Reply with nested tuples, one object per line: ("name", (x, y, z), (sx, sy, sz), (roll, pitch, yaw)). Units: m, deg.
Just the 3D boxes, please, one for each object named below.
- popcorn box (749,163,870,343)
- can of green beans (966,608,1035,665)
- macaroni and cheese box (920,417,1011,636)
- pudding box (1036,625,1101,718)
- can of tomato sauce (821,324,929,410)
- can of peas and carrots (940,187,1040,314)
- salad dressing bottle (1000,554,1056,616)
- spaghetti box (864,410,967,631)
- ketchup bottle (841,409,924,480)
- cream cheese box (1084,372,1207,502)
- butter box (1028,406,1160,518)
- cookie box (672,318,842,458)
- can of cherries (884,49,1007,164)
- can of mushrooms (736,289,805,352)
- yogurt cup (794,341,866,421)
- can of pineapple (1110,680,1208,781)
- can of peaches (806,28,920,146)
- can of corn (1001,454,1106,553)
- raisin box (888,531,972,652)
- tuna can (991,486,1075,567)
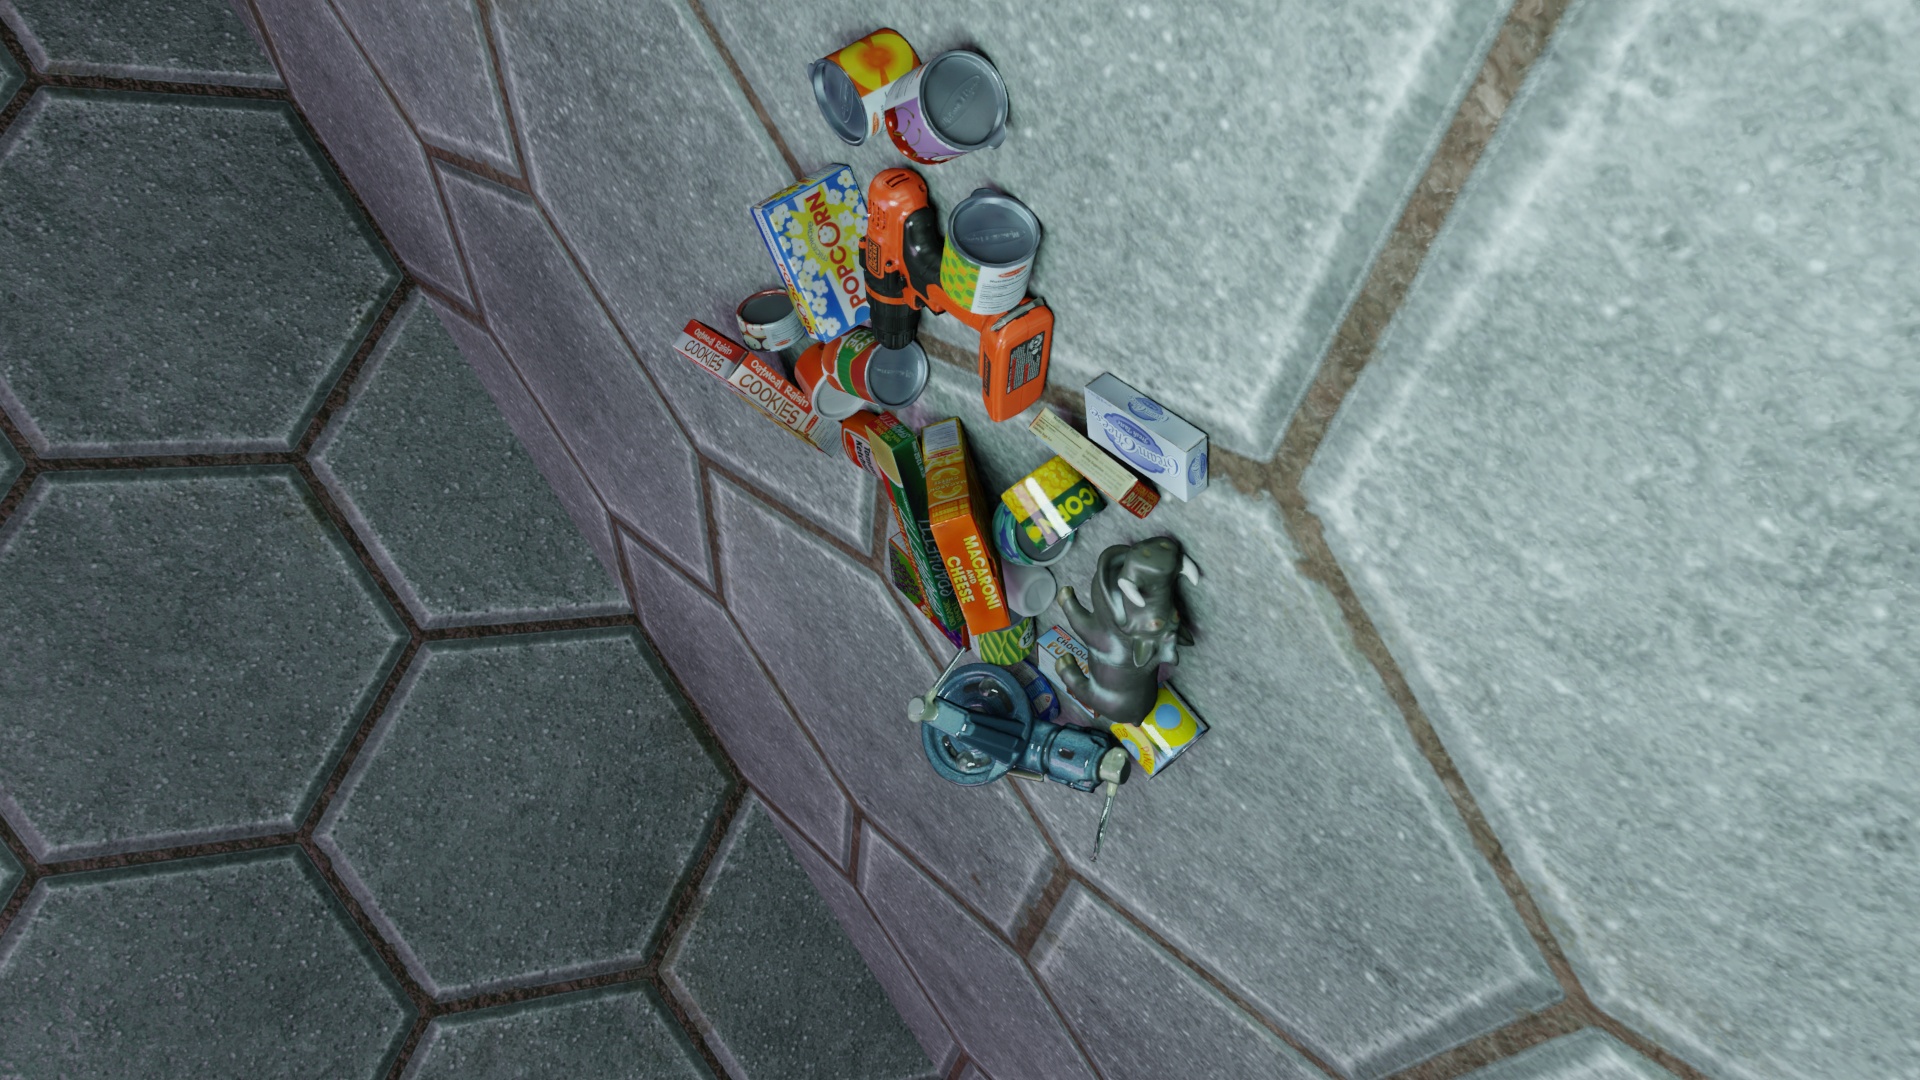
("popcorn box", (-0.114, -0.245, 1.185), (0.038, 0.085, 0.126), (23, 142, 54))
("can of green beans", (0.039, 0.080, 1.359), (0.071, 0.071, 0.057), (39, 154, 34))
("macaroni and cheese box", (0.004, -0.015, 1.224), (0.167, 0.040, 0.123), (-98, -10, -57))
("pudding box", (0.110, 0.126, 1.328), (0.084, 0.030, 0.049), (40, 152, 32))
("can of tomato sauce", (-0.079, -0.160, 1.260), (0.083, 0.071, 0.071), (25, 143, 52))
("can of peas and carrots", (0.019, -0.207, 0.999), (0.071, 0.071, 0.058), (48, 157, 16))
("salad dressing bottle", (0.030, 0.023, 1.331), (0.148, 0.044, 0.064), (33, 150, 47))
("spaghetti box", (-0.037, -0.012, 1.315), (0.050, 0.029, 0.248), (44, 159, 43))
("ketchup bottle", (-0.058, -0.078, 1.364), (0.149, 0.044, 0.064), (32, 148, 43))
("cream cheese box", (0.134, -0.075, 1.006), (0.104, 0.024, 0.053), (38, 154, 36))
("butter box", (0.102, -0.059, 1.064), (0.104, 0.024, 0.053), (42, -173, 30))
("cookie box", (-0.209, -0.161, 1.466), (0.123, 0.040, 0.167), (32, 176, 45))
("can of cherries", (-0.009, -0.289, 0.939), (0.058, 0.072, 0.071), (6, 127, 62))
("can of mushrooms", (-0.192, -0.223, 1.399), (0.071, 0.071, 0.033), (37, 151, 38))
("yogurt cup", (-0.127, -0.159, 1.364), (0.054, 0.072, 0.072), (49, 158, 35))
("can of pineapple", (0.171, 0.165, 1.208), (0.058, 0.071, 0.070), (49, 157, 15))
("can of peaches", (-0.067, -0.331, 1.008), (0.071, 0.058, 0.071), (44, 156, 26))
("can of corn", (0.076, -0.032, 1.128), (0.058, 0.071, 0.071), (55, 158, 1))
("raisin box", (-0.023, 0.051, 1.479), (0.123, 0.040, 0.085), (44, 154, 29))
("tuna can", (0.062, -0.013, 1.184), (0.033, 0.071, 0.071), (3, 125, 61))
